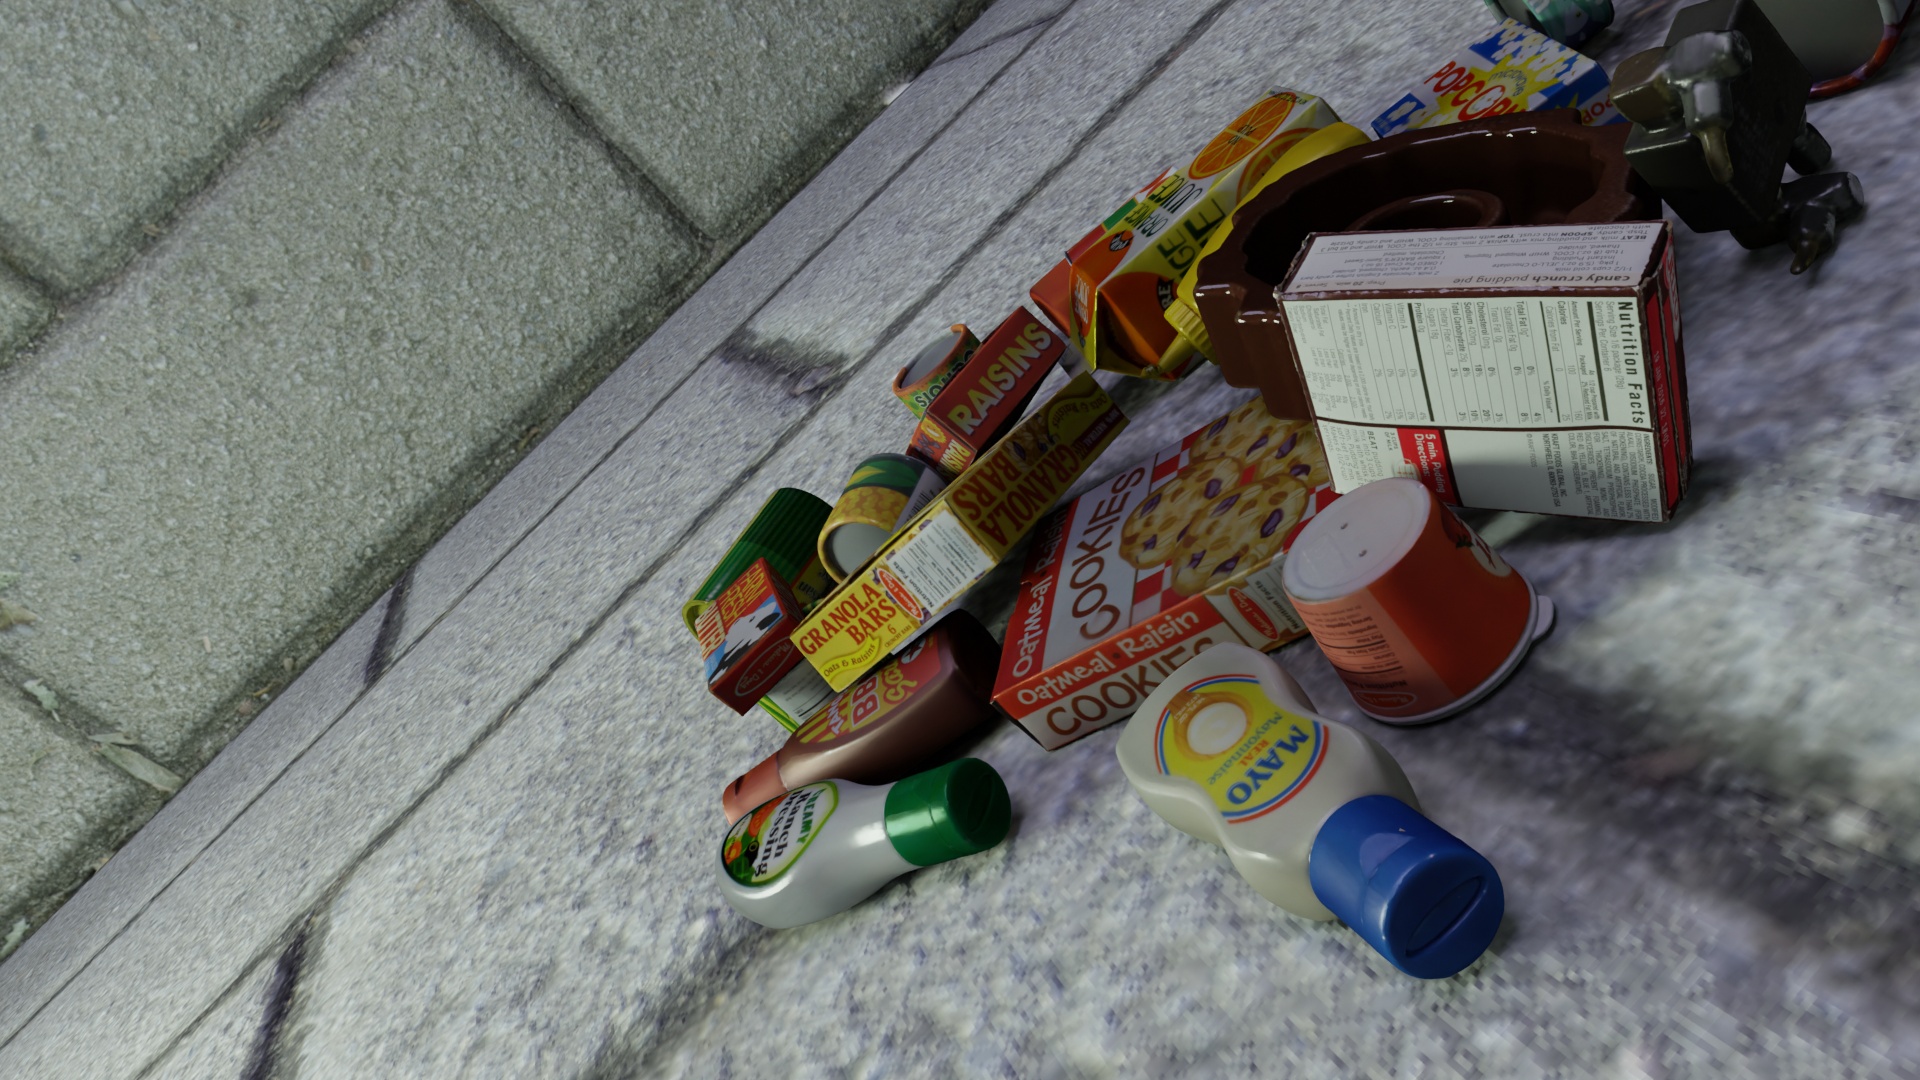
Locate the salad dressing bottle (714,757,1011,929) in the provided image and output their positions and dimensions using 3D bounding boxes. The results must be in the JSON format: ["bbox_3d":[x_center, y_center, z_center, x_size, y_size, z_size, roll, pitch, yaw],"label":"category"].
[{"bbox_3d":[-0.043,0.125,0.583,0.147,0.044,0.064,-25,29,39],"label":"salad dressing bottle"}]

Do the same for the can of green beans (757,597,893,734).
[{"bbox_3d":[-0.068,0.071,0.709,0.071,0.057,0.071,-37,22,17],"label":"can of green beans"}]

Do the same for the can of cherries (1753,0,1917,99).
[{"bbox_3d":[0.327,-0.210,0.529,0.058,0.071,0.071,-53,23,-21],"label":"can of cherries"}]

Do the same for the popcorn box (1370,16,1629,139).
[{"bbox_3d":[0.257,-0.202,0.672,0.085,0.038,0.127,-35,23,19],"label":"popcorn box"}]

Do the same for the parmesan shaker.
[{"bbox_3d":[-0.120,0.022,0.881,0.071,0.071,0.103,-16,33,50],"label":"parmesan shaker"}]

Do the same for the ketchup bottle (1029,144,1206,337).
[{"bbox_3d":[0.114,-0.197,0.913,0.149,0.043,0.065,-43,22,2],"label":"ketchup bottle"}]

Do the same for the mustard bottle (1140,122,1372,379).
[{"bbox_3d":[0.153,-0.136,0.707,0.160,0.065,0.049,-46,20,11],"label":"mustard bottle"}]

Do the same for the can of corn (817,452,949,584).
[{"bbox_3d":[-0.045,-0.007,0.803,0.071,0.071,0.058,-26,28,39],"label":"can of corn"}]

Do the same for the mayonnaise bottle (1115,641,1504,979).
[{"bbox_3d":[0.101,0.078,0.417,0.065,0.041,0.148,-43,20,-4],"label":"mayonnaise bottle"}]

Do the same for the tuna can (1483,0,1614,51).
[{"bbox_3d":[0.295,-0.276,0.702,0.032,0.071,0.071,-40,21,14],"label":"tuna can"}]

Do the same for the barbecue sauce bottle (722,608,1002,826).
[{"bbox_3d":[-0.047,0.093,0.651,0.148,0.043,0.065,-36,19,19],"label":"barbecue sauce bottle"}]

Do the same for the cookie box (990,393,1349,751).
[{"bbox_3d":[0.095,0.004,0.570,0.167,0.040,0.123,-30,25,32],"label":"cookie box"}]

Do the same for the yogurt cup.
[{"bbox_3d":[0.141,0.017,0.445,0.072,0.054,0.073,-38,21,18],"label":"yogurt cup"}]

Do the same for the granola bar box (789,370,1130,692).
[{"bbox_3d":[0.002,-0.008,0.676,0.123,0.039,0.166,-40,3,37],"label":"granola bar box"}]

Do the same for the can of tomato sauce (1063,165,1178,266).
[{"bbox_3d":[0.115,-0.172,0.833,0.083,0.071,0.071,-38,22,14],"label":"can of tomato sauce"}]

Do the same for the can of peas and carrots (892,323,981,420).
[{"bbox_3d":[-0.002,-0.100,0.915,0.071,0.058,0.071,-37,22,18],"label":"can of peas and carrots"}]

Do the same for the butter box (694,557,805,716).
[{"bbox_3d":[-0.106,0.046,0.707,0.053,0.024,0.104,-44,21,0],"label":"butter box"}]

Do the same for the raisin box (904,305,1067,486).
[{"bbox_3d":[0.010,-0.076,0.814,0.086,0.040,0.123,-49,-1,-16],"label":"raisin box"}]

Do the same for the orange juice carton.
[{"bbox_3d":[0.130,-0.156,0.764,0.192,0.073,0.072,-40,21,10],"label":"orange juice carton"}]
